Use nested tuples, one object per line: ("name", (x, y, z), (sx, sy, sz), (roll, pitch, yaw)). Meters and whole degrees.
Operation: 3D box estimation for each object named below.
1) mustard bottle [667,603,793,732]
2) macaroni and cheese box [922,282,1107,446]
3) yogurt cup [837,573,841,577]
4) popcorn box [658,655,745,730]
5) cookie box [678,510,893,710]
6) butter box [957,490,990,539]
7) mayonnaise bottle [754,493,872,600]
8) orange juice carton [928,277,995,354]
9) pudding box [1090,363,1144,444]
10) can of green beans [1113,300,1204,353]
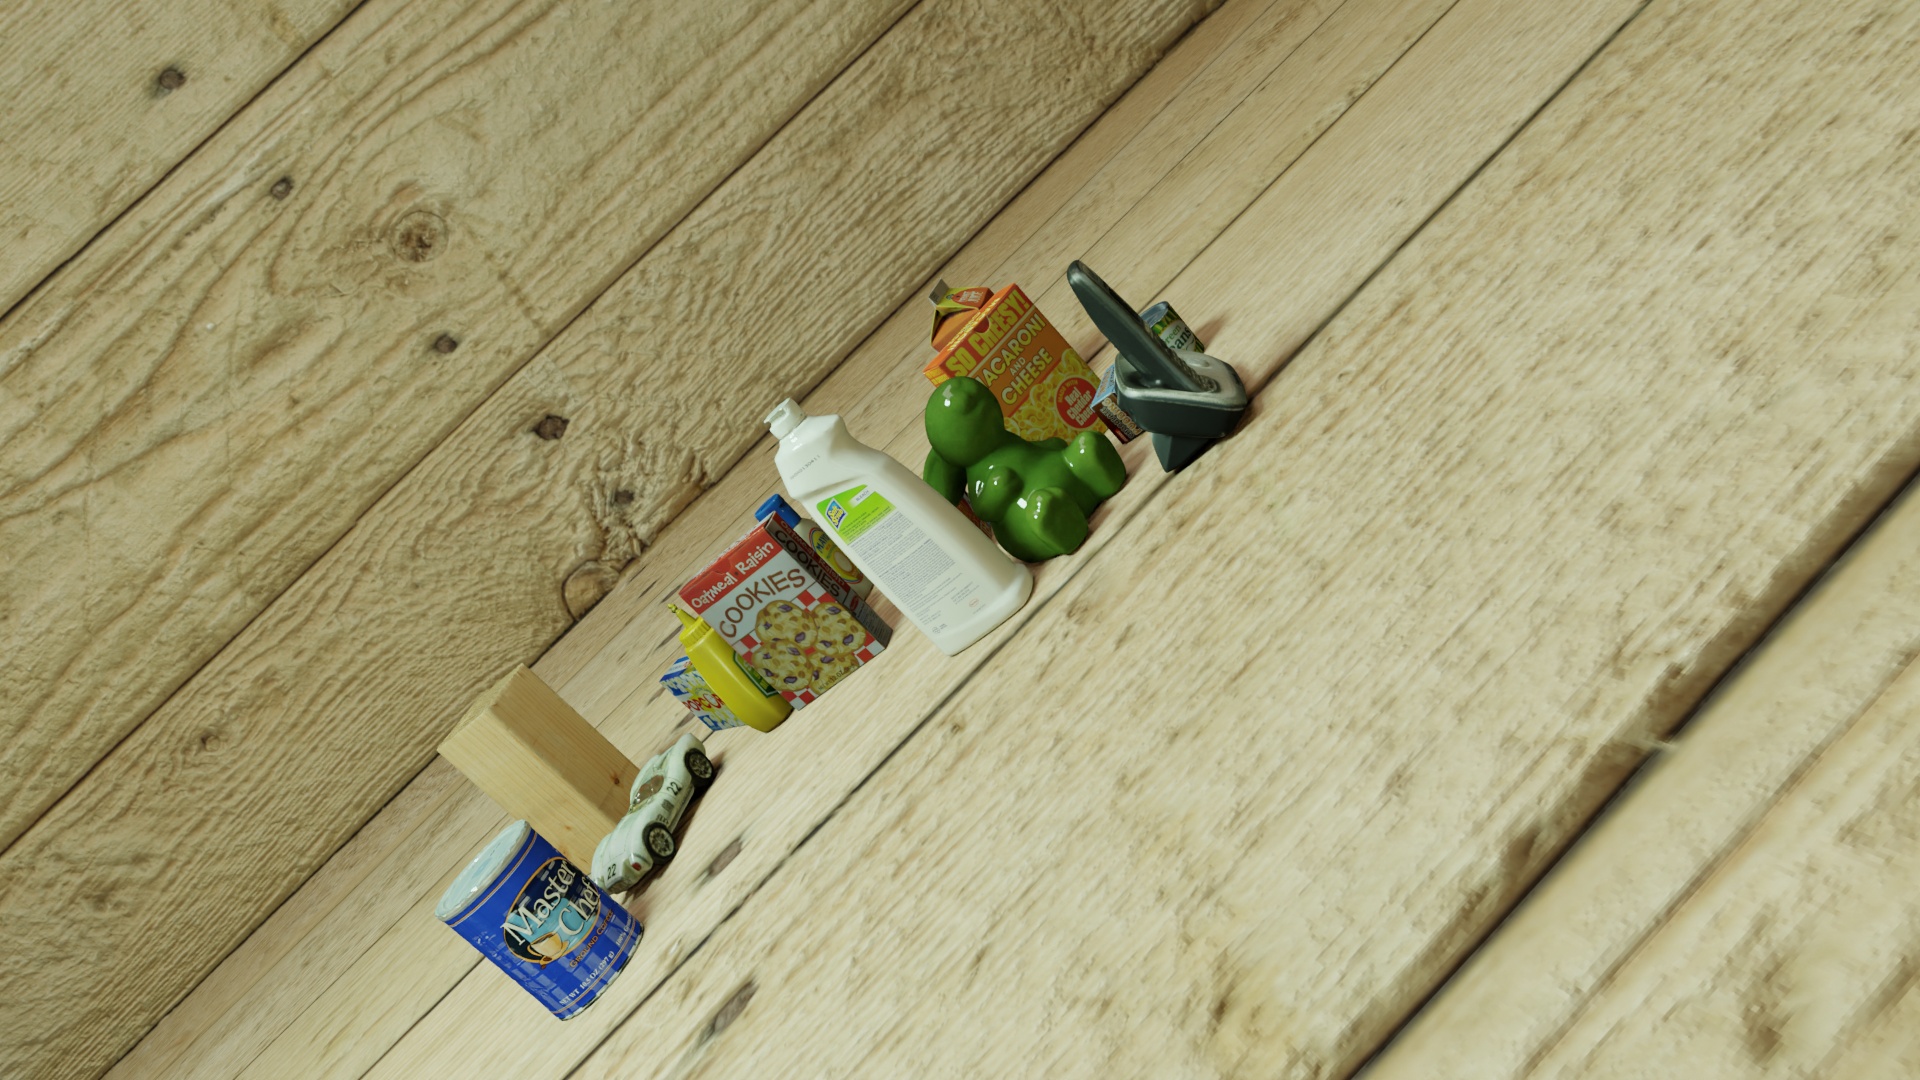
("mustard bottle", (-0.232, 0.119, 1.380), (0.048, 0.160, 0.065), (-35, 17, 28))
("macaroni and cheese box", (0.063, -0.144, 1.333), (0.124, 0.166, 0.040), (-50, 16, -23))
("yogurt cup", (-0.135, 0.076, 1.457), (0.072, 0.054, 0.072), (-40, 15, 13))
("popcorn box", (-0.263, 0.160, 1.494), (0.038, 0.085, 0.126), (-52, 17, -30))
("cookie box", (-0.168, 0.070, 1.338), (0.122, 0.167, 0.040), (-37, 16, 24))
("butter box", (0.005, -0.017, 1.354), (0.024, 0.053, 0.104), (-40, 15, 14))
("mayonnaise bottle", (-0.161, 0.013, 1.513), (0.041, 0.148, 0.065), (-35, 17, 30))
("orange juice carton", (0.035, -0.207, 1.526), (0.073, 0.192, 0.072), (-36, 16, 27))
("pudding box", (0.154, -0.132, 1.294), (0.030, 0.049, 0.084), (-34, 17, 32))
("can of green beans", (0.191, -0.186, 1.331), (0.071, 0.057, 0.071), (-40, 15, 13))
